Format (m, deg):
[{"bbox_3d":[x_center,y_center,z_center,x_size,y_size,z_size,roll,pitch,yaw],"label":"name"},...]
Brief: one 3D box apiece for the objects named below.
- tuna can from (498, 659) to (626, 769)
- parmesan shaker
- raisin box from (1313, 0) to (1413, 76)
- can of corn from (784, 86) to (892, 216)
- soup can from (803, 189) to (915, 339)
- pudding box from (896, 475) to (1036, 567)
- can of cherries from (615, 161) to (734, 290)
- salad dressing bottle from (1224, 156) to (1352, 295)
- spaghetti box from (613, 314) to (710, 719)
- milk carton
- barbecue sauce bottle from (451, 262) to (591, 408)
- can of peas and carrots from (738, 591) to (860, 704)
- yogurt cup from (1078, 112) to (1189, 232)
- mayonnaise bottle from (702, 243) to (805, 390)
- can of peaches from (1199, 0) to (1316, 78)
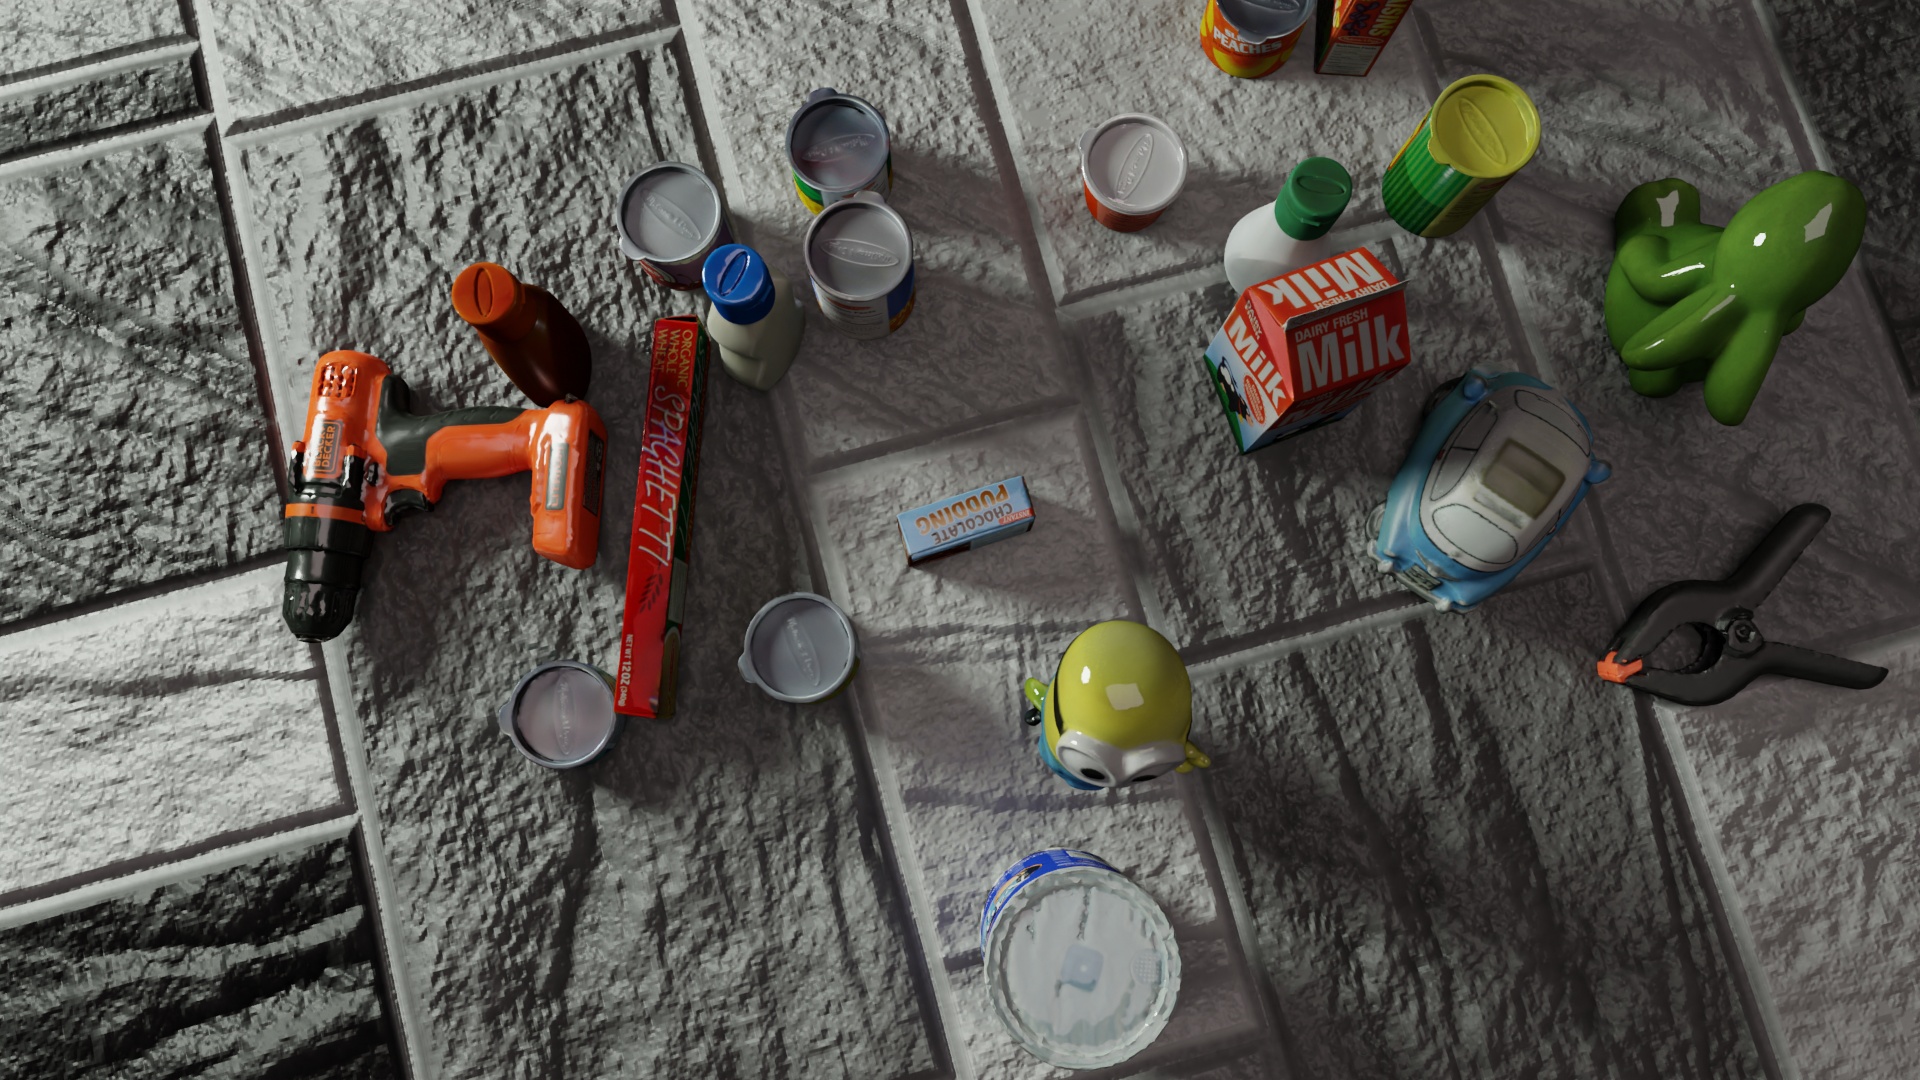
[{"bbox_3d":[-0.244,0.107,0.854,0.071,0.033,0.071,0,81,-1],"label":"tuna can"},{"bbox_3d":[0.311,-0.239,0.880,0.071,0.103,0.071,0,82,-1],"label":"parmesan shaker"},{"bbox_3d":[0.261,-0.366,0.888,0.040,0.123,0.086,6,82,0],"label":"raisin box"},{"bbox_3d":[-0.078,-0.248,0.898,0.071,0.058,0.071,0,82,-1],"label":"can of corn"},{"bbox_3d":[-0.061,-0.172,0.874,0.071,0.083,0.071,0,82,-1],"label":"soup can"},{"bbox_3d":[0.003,-0.011,0.867,0.084,0.049,0.030,-18,82,-3],"label":"pudding box"},{"bbox_3d":[-0.183,-0.199,0.889,0.071,0.058,0.071,0,82,-1],"label":"can of cherries"},{"bbox_3d":[0.201,-0.187,0.848,0.064,0.147,0.044,14,82,1],"label":"salad dressing bottle"},{"bbox_3d":[-0.184,-0.015,0.865,0.029,0.050,0.250,4,81,0],"label":"spaghetti box"},{"bbox_3d":[0.202,-0.112,0.815,0.072,0.190,0.073,-19,83,-3],"label":"milk carton"},{"bbox_3d":[-0.260,-0.125,0.831,0.044,0.148,0.065,-6,82,-1],"label":"barbecue sauce bottle"},{"bbox_3d":[-0.097,0.068,0.849,0.071,0.058,0.071,0,82,-1],"label":"can of peas and carrots"},{"bbox_3d":[0.110,-0.235,0.901,0.072,0.054,0.072,0,81,-1],"label":"yogurt cup"},{"bbox_3d":[-0.125,-0.137,0.835,0.041,0.148,0.065,26,82,3],"label":"mayonnaise bottle"},{"bbox_3d":[0.194,-0.346,0.918,0.071,0.058,0.071,0,82,-1],"label":"can of peaches"}]
